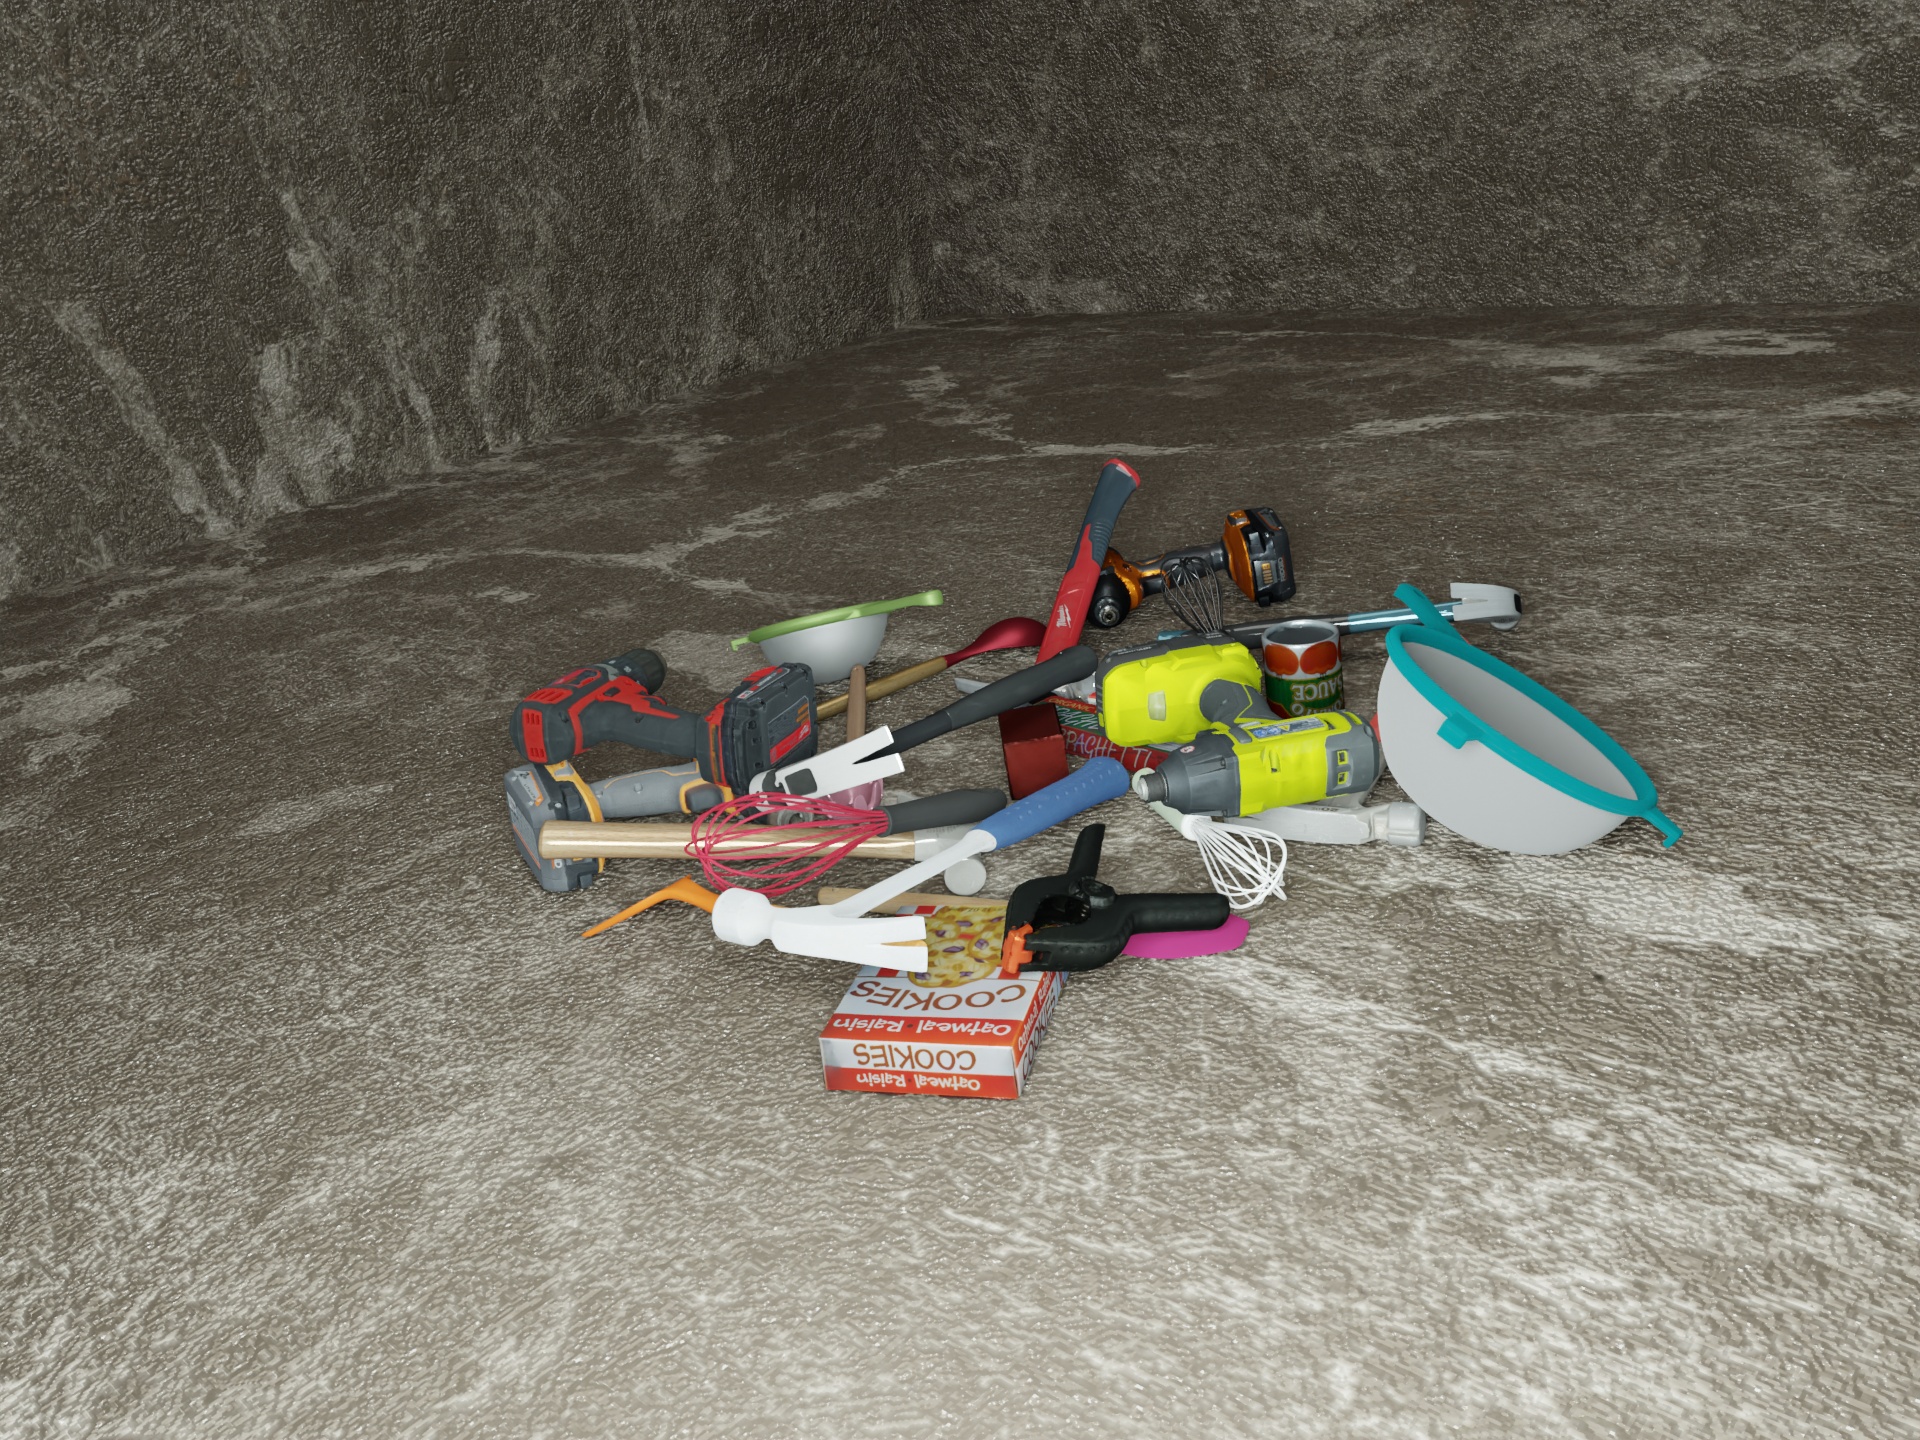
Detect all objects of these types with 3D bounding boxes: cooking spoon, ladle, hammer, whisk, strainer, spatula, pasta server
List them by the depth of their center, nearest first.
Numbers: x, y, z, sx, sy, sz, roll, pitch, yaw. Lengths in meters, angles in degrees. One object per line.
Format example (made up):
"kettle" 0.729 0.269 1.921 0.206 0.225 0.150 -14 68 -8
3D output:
"spatula" -0.145 0.142 1.109 0.323 0.041 0.081 5 24 41
"cooking spoon" 0.043 0.136 1.116 0.319 0.017 0.069 2 23 23
"hammer" 0.014 0.089 1.118 0.144 0.035 0.405 6 16 33
"whisk" -0.071 0.076 1.138 0.073 0.073 0.295 13 15 43
"strainer" 0.362 -0.001 1.168 0.211 0.095 0.341 23 23 -15
"whisk" 0.177 0.079 1.170 0.059 0.057 0.246 -53 21 4
"hammer" -0.150 0.091 1.210 0.331 0.031 0.130 1 19 -5
"hammer" -0.002 -0.004 1.269 0.335 0.035 0.146 -24 3 -43
"hammer" 0.342 0.005 1.297 0.149 0.036 0.359 4 26 30
"pasta server" -0.095 0.012 1.420 0.060 0.040 0.316 -11 25 3
"whisk" 0.230 -0.074 1.446 0.055 0.055 0.239 -11 43 -4
"hammer" 0.350 -0.088 1.486 0.331 0.033 0.128 -6 -6 18
"strainer" -0.100 -0.079 1.575 0.151 0.069 0.256 -15 4 -42
"ladle" -0.039 -0.048 1.589 0.315 0.031 0.069 -23 26 -27
"hammer" 0.108 -0.146 1.609 0.143 0.038 0.387 -2 40 21

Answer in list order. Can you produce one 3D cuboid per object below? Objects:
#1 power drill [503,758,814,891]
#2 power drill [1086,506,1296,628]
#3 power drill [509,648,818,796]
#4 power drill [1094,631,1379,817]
"power drill" -0.242 0.071 1.310 0.226 0.084 0.185 -14 24 -24
"power drill" 0.229 -0.151 1.667 0.226 0.084 0.164 -11 23 6
"power drill" -0.232 -0.010 1.318 0.227 0.080 0.188 6 22 20
"power drill" 0.189 0.006 1.204 0.171 0.080 0.223 -10 21 -11
